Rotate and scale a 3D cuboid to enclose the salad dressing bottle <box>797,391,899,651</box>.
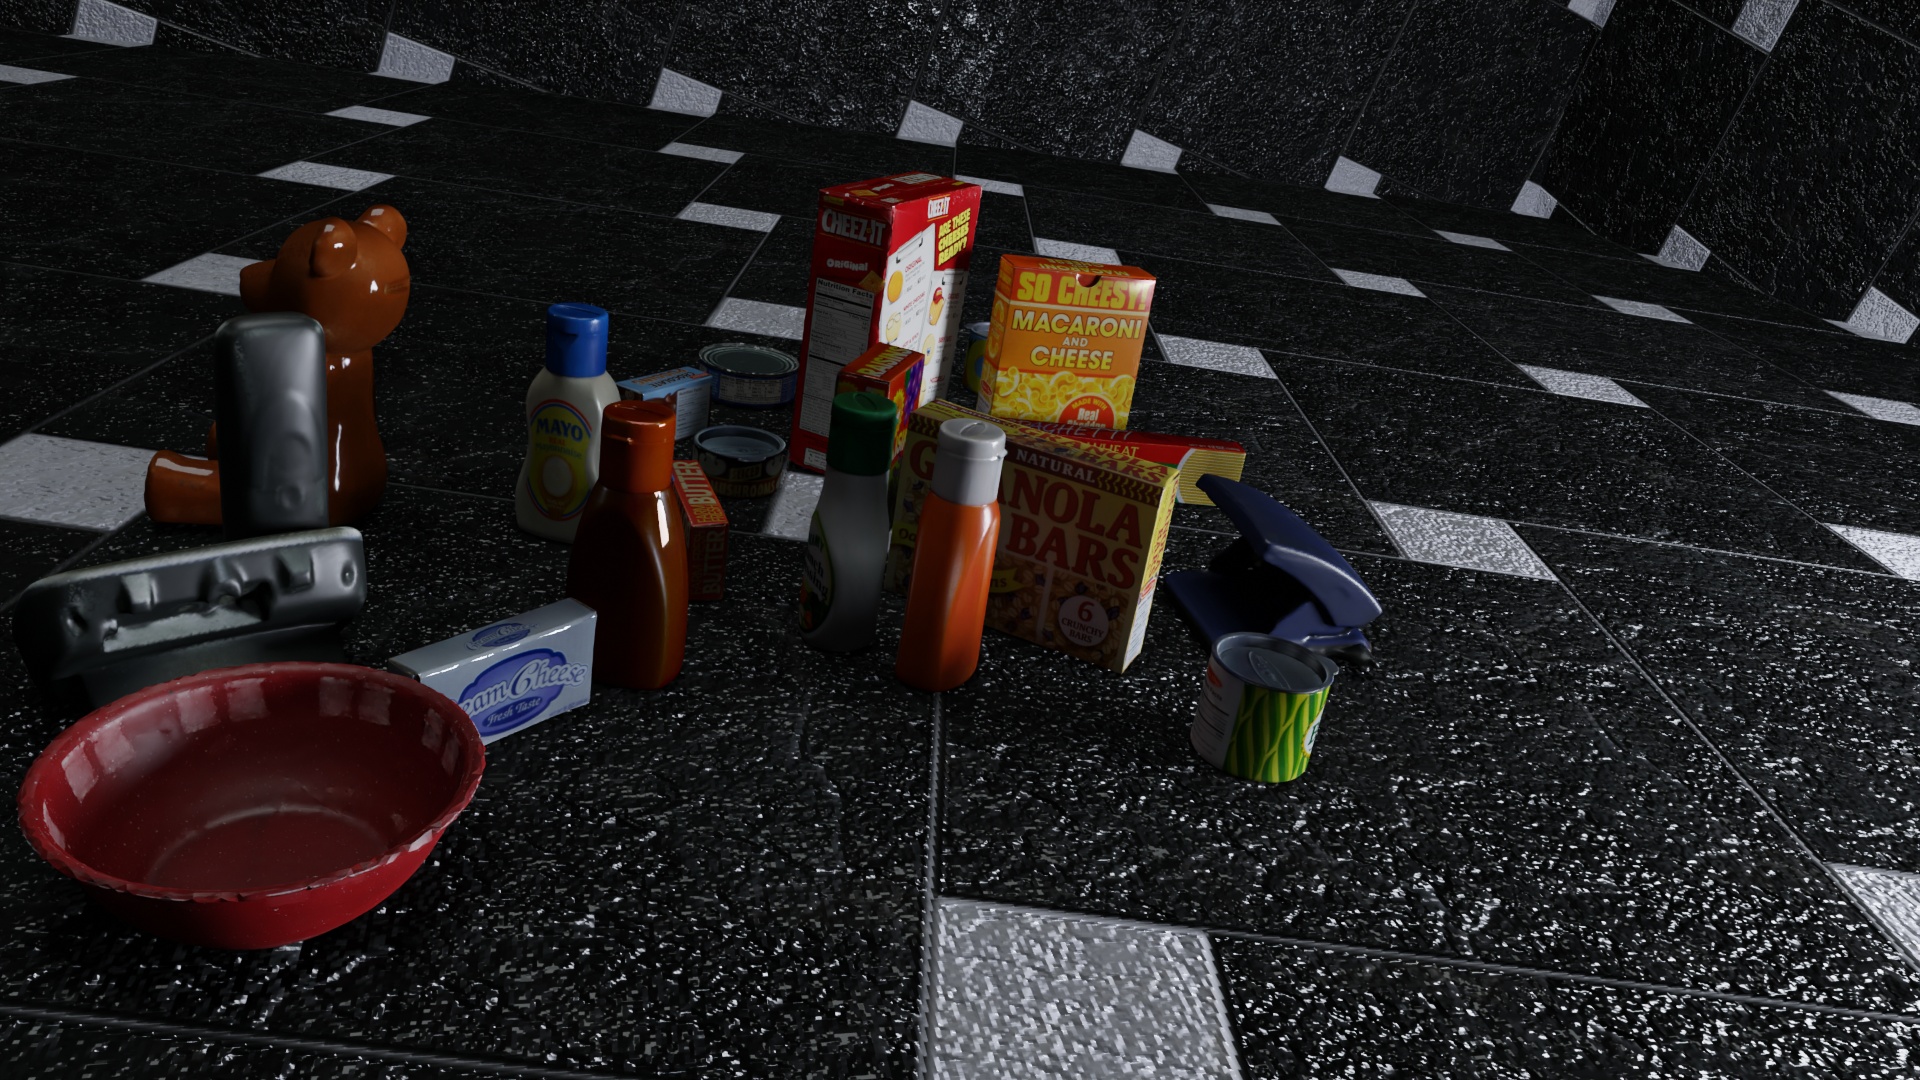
[{"bbox_3d":[-0.063,-0.010,0.794,0.044,0.147,0.064,-1,25,-23],"label":"salad dressing bottle"}]

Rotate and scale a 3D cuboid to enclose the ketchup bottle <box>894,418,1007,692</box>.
[{"bbox_3d":[-0.003,0.007,0.774,0.043,0.148,0.065,16,24,16],"label":"ketchup bottle"}]

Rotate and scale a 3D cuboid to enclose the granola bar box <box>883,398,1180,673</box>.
[{"bbox_3d":[0.041,-0.005,0.851,0.166,0.123,0.039,19,24,21],"label":"granola bar box"}]

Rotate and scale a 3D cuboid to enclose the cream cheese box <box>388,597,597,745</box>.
[{"bbox_3d":[-0.224,0.068,0.671,0.024,0.053,0.104,23,27,30],"label":"cream cheese box"}]

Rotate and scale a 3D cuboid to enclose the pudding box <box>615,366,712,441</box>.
[{"bbox_3d":[-0.229,-0.102,1.068,0.030,0.049,0.084,21,25,25],"label":"pudding box"}]

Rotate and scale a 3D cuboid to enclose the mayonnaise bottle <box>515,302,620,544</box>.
[{"bbox_3d":[-0.243,-0.073,0.869,0.065,0.147,0.041,12,23,7],"label":"mayonnaise bottle"}]

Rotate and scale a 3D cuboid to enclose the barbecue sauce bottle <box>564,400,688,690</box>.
[{"bbox_3d":[-0.171,0.003,0.721,0.065,0.147,0.044,14,23,11],"label":"barbecue sauce bottle"}]

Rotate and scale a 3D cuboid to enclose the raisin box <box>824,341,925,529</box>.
[{"bbox_3d":[-0.061,-0.065,0.952,0.040,0.122,0.086,14,23,11],"label":"raisin box"}]

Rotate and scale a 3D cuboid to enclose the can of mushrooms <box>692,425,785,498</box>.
[{"bbox_3d":[-0.161,-0.057,1.009,0.071,0.033,0.071,8,23,-3],"label":"can of mushrooms"}]

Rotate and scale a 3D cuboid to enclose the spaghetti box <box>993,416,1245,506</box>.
[{"bbox_3d":[0.102,-0.063,1.104,0.250,0.050,0.029,5,23,-11],"label":"spaghetti box"}]

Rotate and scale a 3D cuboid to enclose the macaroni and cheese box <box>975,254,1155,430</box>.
[{"bbox_3d":[0.082,-0.142,1.131,0.124,0.165,0.040,1,24,-19],"label":"macaroni and cheese box"}]

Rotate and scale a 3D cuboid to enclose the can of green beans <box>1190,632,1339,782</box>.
[{"bbox_3d":[0.164,0.091,0.760,0.071,0.057,0.071,8,23,-3],"label":"can of green beans"}]

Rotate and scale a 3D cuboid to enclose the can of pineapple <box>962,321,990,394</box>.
[{"bbox_3d":[0.036,-0.172,1.320,0.071,0.057,0.071,8,23,-3],"label":"can of pineapple"}]

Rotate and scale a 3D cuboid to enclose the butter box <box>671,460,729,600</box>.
[{"bbox_3d":[-0.168,-0.008,0.868,0.024,0.053,0.104,0,25,-22],"label":"butter box"}]
